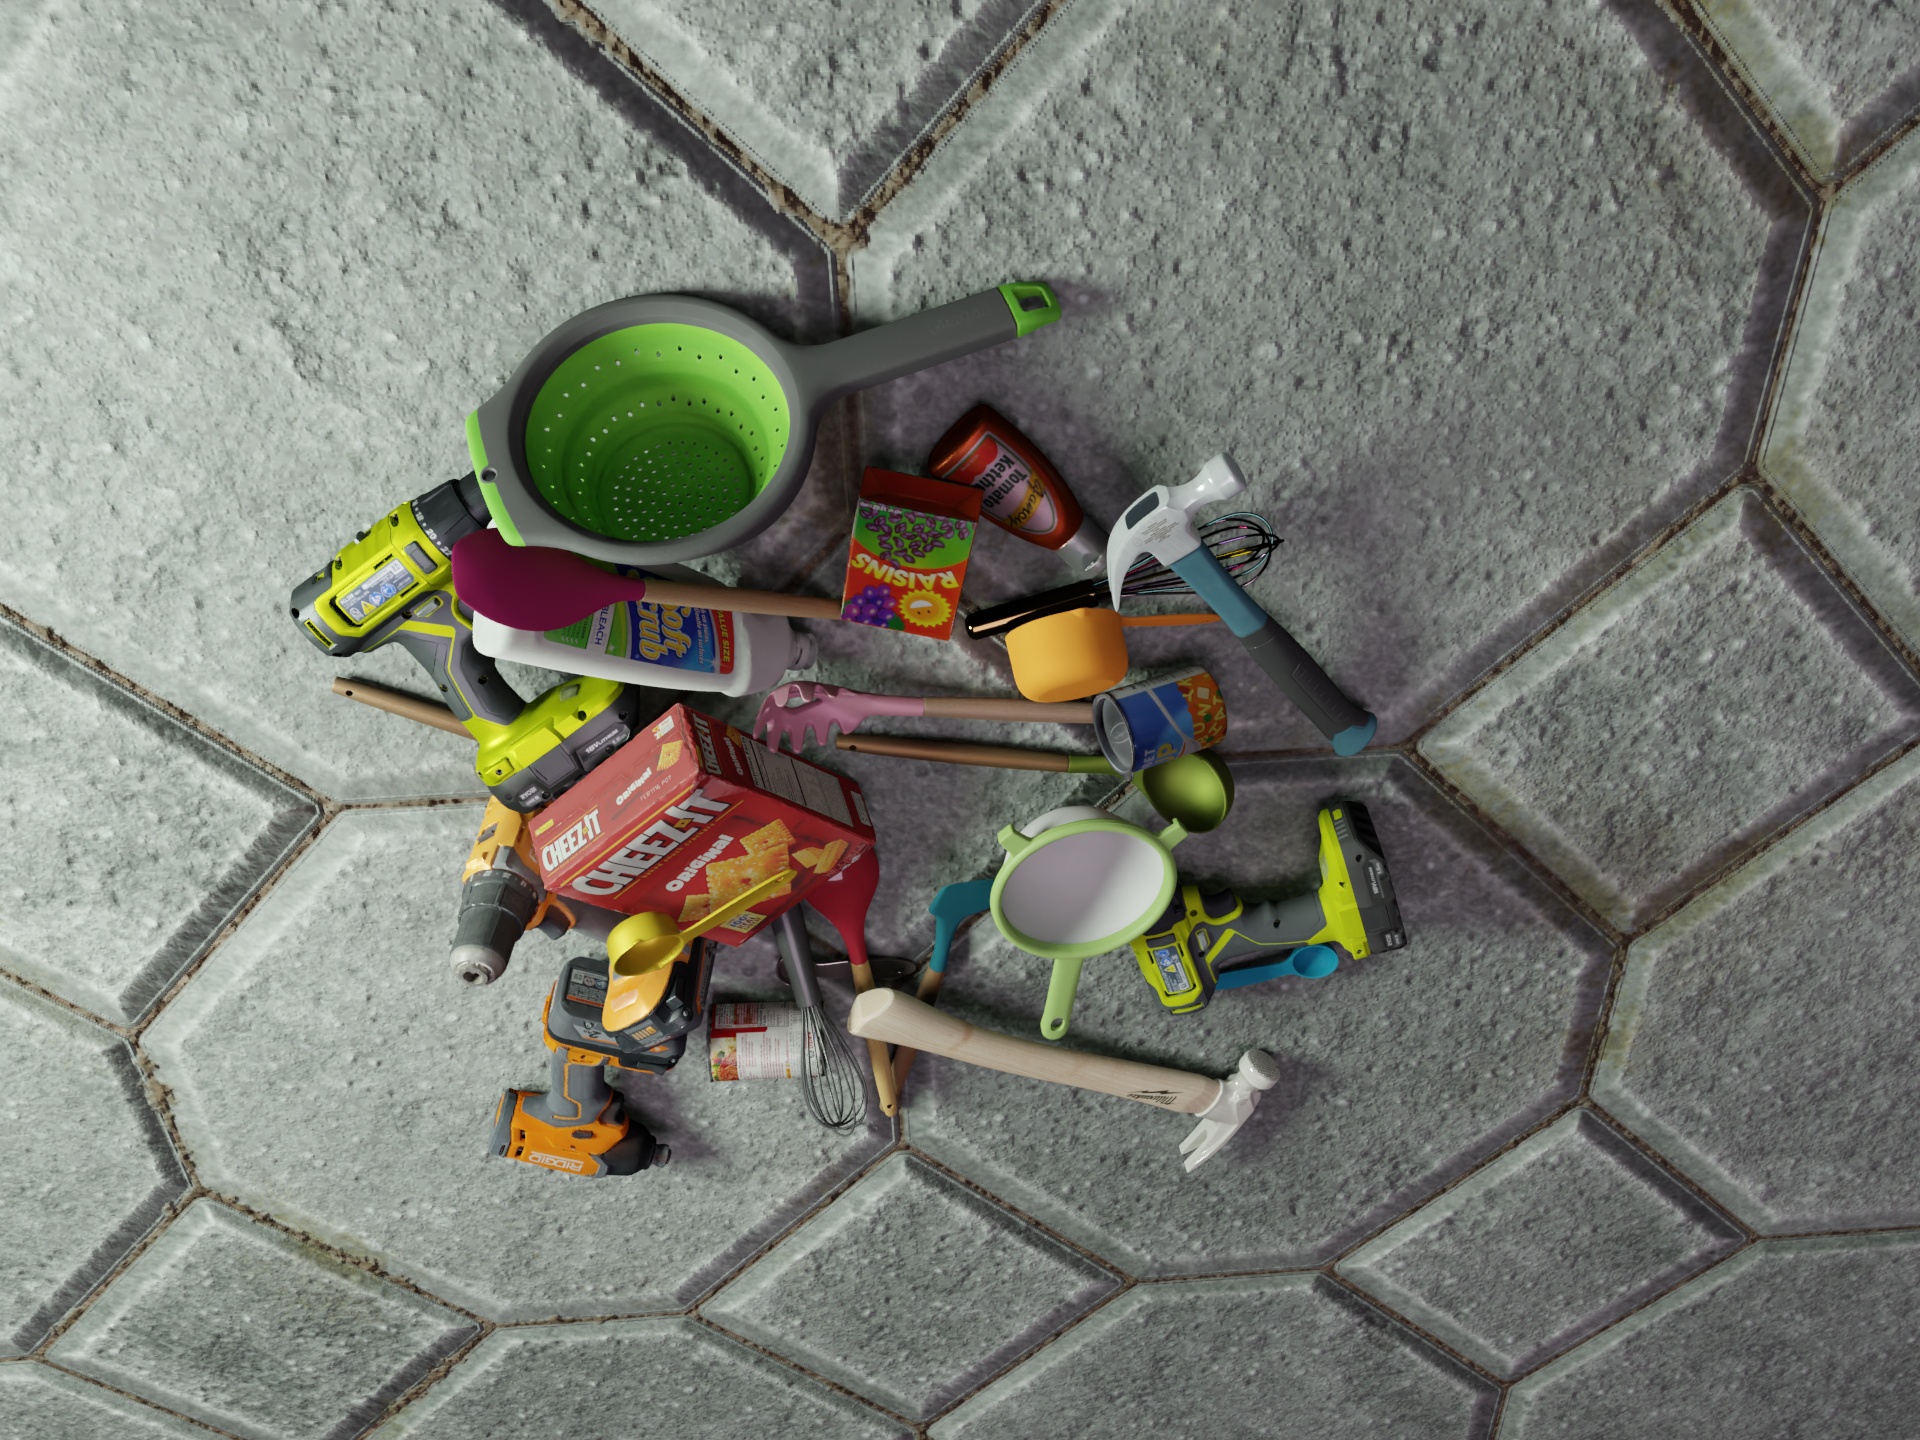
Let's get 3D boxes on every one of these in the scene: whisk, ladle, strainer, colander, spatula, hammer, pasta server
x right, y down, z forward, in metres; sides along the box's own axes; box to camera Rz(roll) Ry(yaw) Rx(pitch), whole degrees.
[{"bbox_3d":[0.120,-0.103,1.184,0.245,0.047,0.051,-15,124,10],"label":"whisk"},{"bbox_3d":[-0.085,0.227,1.381,0.069,0.031,0.315,-13,121,-6],"label":"ladle"},{"bbox_3d":[0.060,0.040,1.266,0.320,0.062,0.078,6,128,-5],"label":"ladle"},{"bbox_3d":[0.089,0.158,1.313,0.151,0.069,0.256,-2,130,-11],"label":"strainer"},{"bbox_3d":[-0.120,-0.202,1.069,0.397,0.205,0.094,-20,158,-9],"label":"colander"},{"bbox_3d":[-0.024,0.243,1.398,0.082,0.044,0.317,-2,128,-29],"label":"spatula"},{"bbox_3d":[0.223,-0.065,1.178,0.128,0.033,0.330,-29,134,24],"label":"hammer"},{"bbox_3d":[-0.332,0.024,1.248,0.315,0.018,0.059,20,116,-17],"label":"spatula"},{"bbox_3d":[-0.002,-0.004,1.222,0.316,0.040,0.060,2,138,-15],"label":"pasta server"},{"bbox_3d":[0.085,0.317,1.435,0.410,0.038,0.146,18,122,-23],"label":"hammer"},{"bbox_3d":[-0.126,0.237,1.339,0.055,0.055,0.239,-14,96,5],"label":"whisk"}]

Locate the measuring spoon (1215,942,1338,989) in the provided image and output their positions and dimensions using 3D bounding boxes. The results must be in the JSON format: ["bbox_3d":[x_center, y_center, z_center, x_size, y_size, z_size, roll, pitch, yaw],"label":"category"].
[{"bbox_3d":[0.274,0.219,1.425,0.128,0.021,0.042,-15,125,17],"label":"measuring spoon"}]

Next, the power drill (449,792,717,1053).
[{"bbox_3d":[-0.300,0.173,1.251,0.084,0.186,0.226,-27,124,24],"label":"power drill"}]

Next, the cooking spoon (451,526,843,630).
[{"bbox_3d":[-0.198,-0.088,1.091,0.318,0.069,0.017,3,164,-44],"label":"cooking spoon"}]

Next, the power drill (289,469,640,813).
[{"bbox_3d":[-0.337,-0.063,1.153,0.190,0.080,0.228,-35,115,6],"label":"power drill"}]

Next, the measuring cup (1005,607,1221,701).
[{"bbox_3d":[0.121,-0.050,1.195,0.173,0.052,0.095,-6,167,-17],"label":"measuring cup"}]

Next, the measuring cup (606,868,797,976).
[{"bbox_3d":[-0.199,0.145,1.217,0.156,0.029,0.062,-29,153,-6],"label":"measuring cup"}]

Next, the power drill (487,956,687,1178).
[{"bbox_3d":[-0.313,0.322,1.411,0.164,0.084,0.226,18,124,-16],"label":"power drill"}]

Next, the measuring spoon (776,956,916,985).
[{"bbox_3d":[-0.101,0.214,1.395,0.124,0.018,0.034,2,116,-13],"label":"measuring spoon"}]

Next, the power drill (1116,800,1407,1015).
[{"bbox_3d":[0.249,0.154,1.342,0.223,0.080,0.171,-17,123,10],"label":"power drill"}]
